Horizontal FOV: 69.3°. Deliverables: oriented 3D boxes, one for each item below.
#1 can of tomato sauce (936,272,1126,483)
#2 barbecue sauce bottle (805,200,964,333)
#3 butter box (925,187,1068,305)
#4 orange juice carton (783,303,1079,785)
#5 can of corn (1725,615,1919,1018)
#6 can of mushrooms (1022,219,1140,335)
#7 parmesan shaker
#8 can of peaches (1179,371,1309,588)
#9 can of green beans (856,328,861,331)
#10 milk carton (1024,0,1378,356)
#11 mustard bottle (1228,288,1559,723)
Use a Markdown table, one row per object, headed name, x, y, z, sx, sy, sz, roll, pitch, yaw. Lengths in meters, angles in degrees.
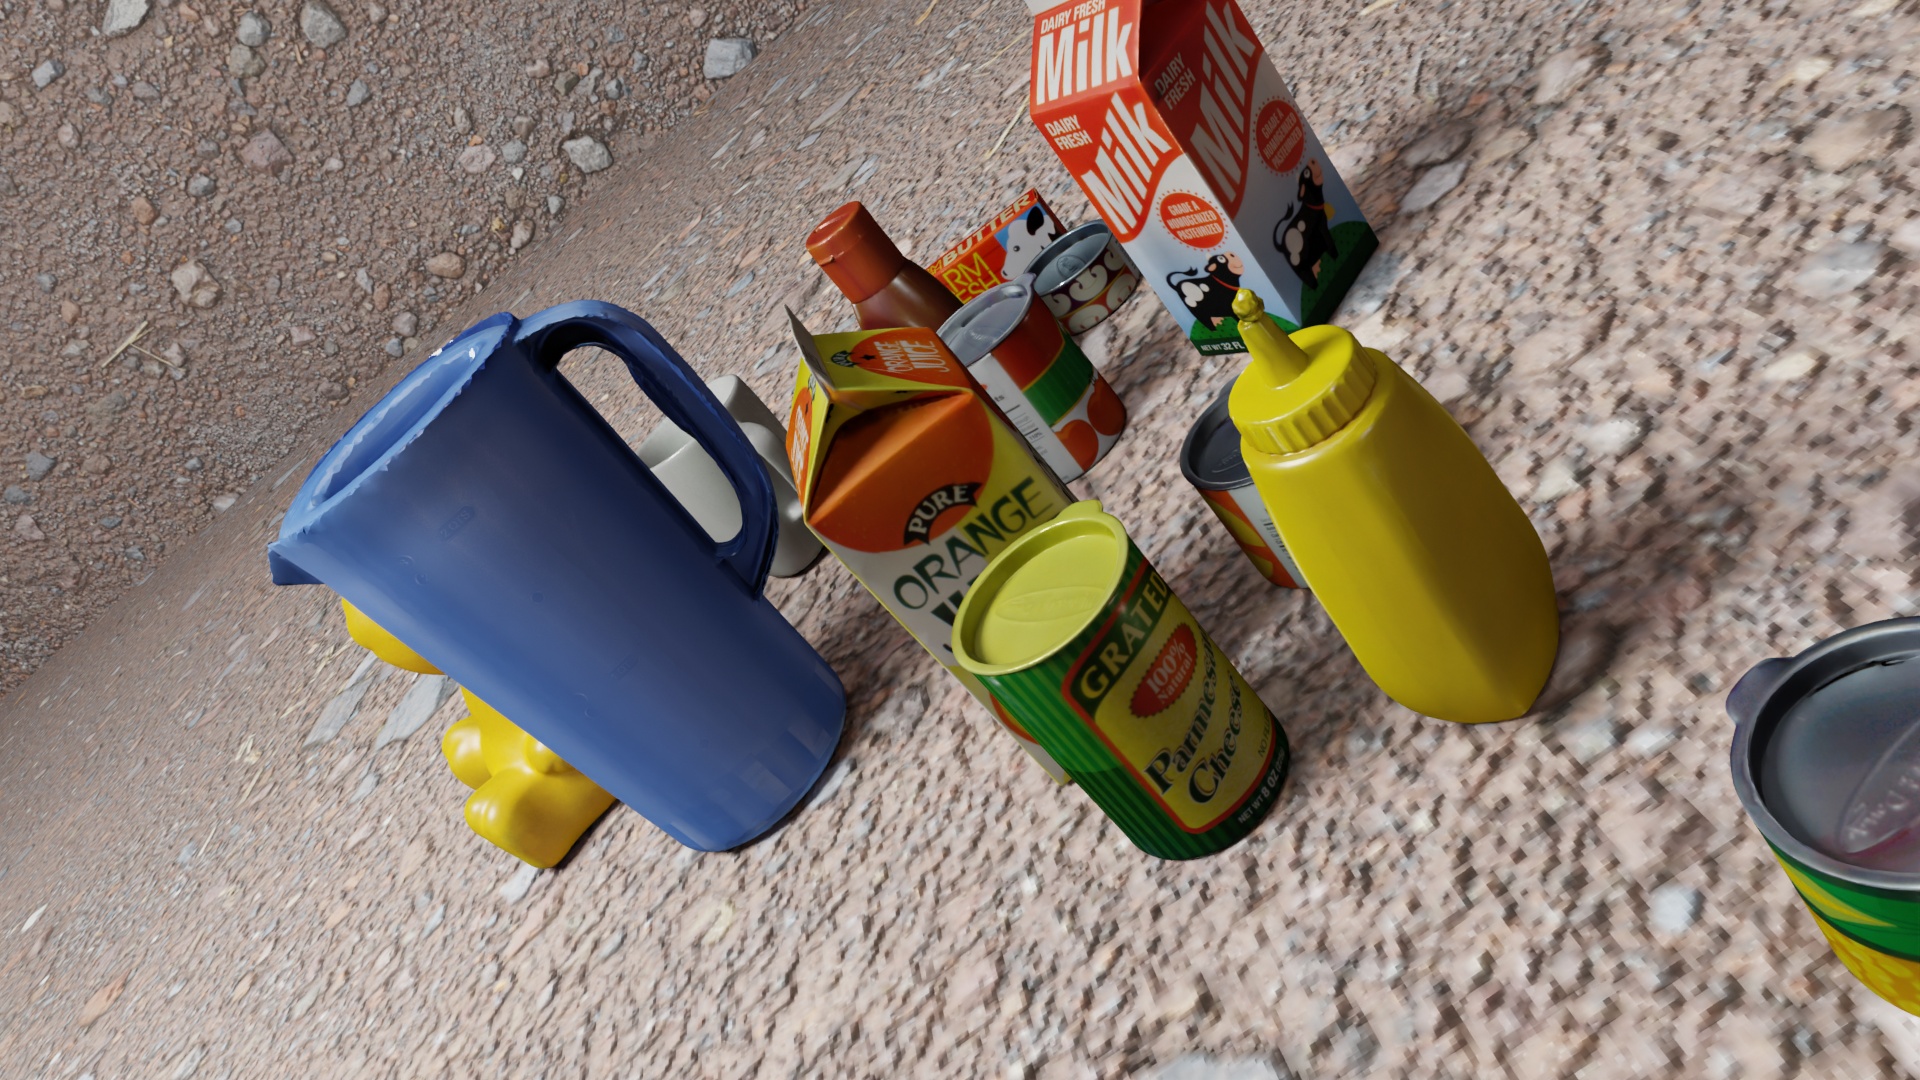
| name | x | y | z | sx | sy | sz | roll | pitch | yaw |
| --- | --- | --- | --- | --- | --- | --- | --- | --- | --- |
| can of tomato sauce | 0.033 | -0.077 | 0.682 | 0.071 | 0.083 | 0.071 | -31 | 29 | 20 |
| barbecue sauce bottle | -0.021 | -0.110 | 0.729 | 0.064 | 0.148 | 0.044 | -8 | 42 | 48 |
| butter box | 0.020 | -0.165 | 0.861 | 0.103 | 0.053 | 0.024 | -34 | 28 | 16 |
| orange juice carton | 0.002 | -0.006 | 0.501 | 0.073 | 0.192 | 0.072 | -39 | 27 | 7 |
| can of corn | 0.205 | 0.058 | 0.291 | 0.071 | 0.058 | 0.071 | -31 | 29 | 20 |
| can of mushrooms | 0.066 | -0.149 | 0.799 | 0.071 | 0.033 | 0.071 | -31 | 29 | 20 |
| parmesan shaker | 0.055 | 0.047 | 0.453 | 0.071 | 0.103 | 0.072 | -32 | 29 | 20 |
| can of peaches | 0.125 | -0.026 | 0.517 | 0.071 | 0.058 | 0.071 | -31 | 29 | 20 |
| can of green beans | -0.041 | -0.092 | 0.827 | 0.071 | 0.057 | 0.071 | -31 | 29 | 20 |
| milk carton | 0.101 | -0.176 | 0.621 | 0.072 | 0.190 | 0.074 | 2 | 51 | 54 |
| mustard bottle | 0.118 | -0.014 | 0.397 | 0.048 | 0.160 | 0.065 | -11 | 41 | 46 |
